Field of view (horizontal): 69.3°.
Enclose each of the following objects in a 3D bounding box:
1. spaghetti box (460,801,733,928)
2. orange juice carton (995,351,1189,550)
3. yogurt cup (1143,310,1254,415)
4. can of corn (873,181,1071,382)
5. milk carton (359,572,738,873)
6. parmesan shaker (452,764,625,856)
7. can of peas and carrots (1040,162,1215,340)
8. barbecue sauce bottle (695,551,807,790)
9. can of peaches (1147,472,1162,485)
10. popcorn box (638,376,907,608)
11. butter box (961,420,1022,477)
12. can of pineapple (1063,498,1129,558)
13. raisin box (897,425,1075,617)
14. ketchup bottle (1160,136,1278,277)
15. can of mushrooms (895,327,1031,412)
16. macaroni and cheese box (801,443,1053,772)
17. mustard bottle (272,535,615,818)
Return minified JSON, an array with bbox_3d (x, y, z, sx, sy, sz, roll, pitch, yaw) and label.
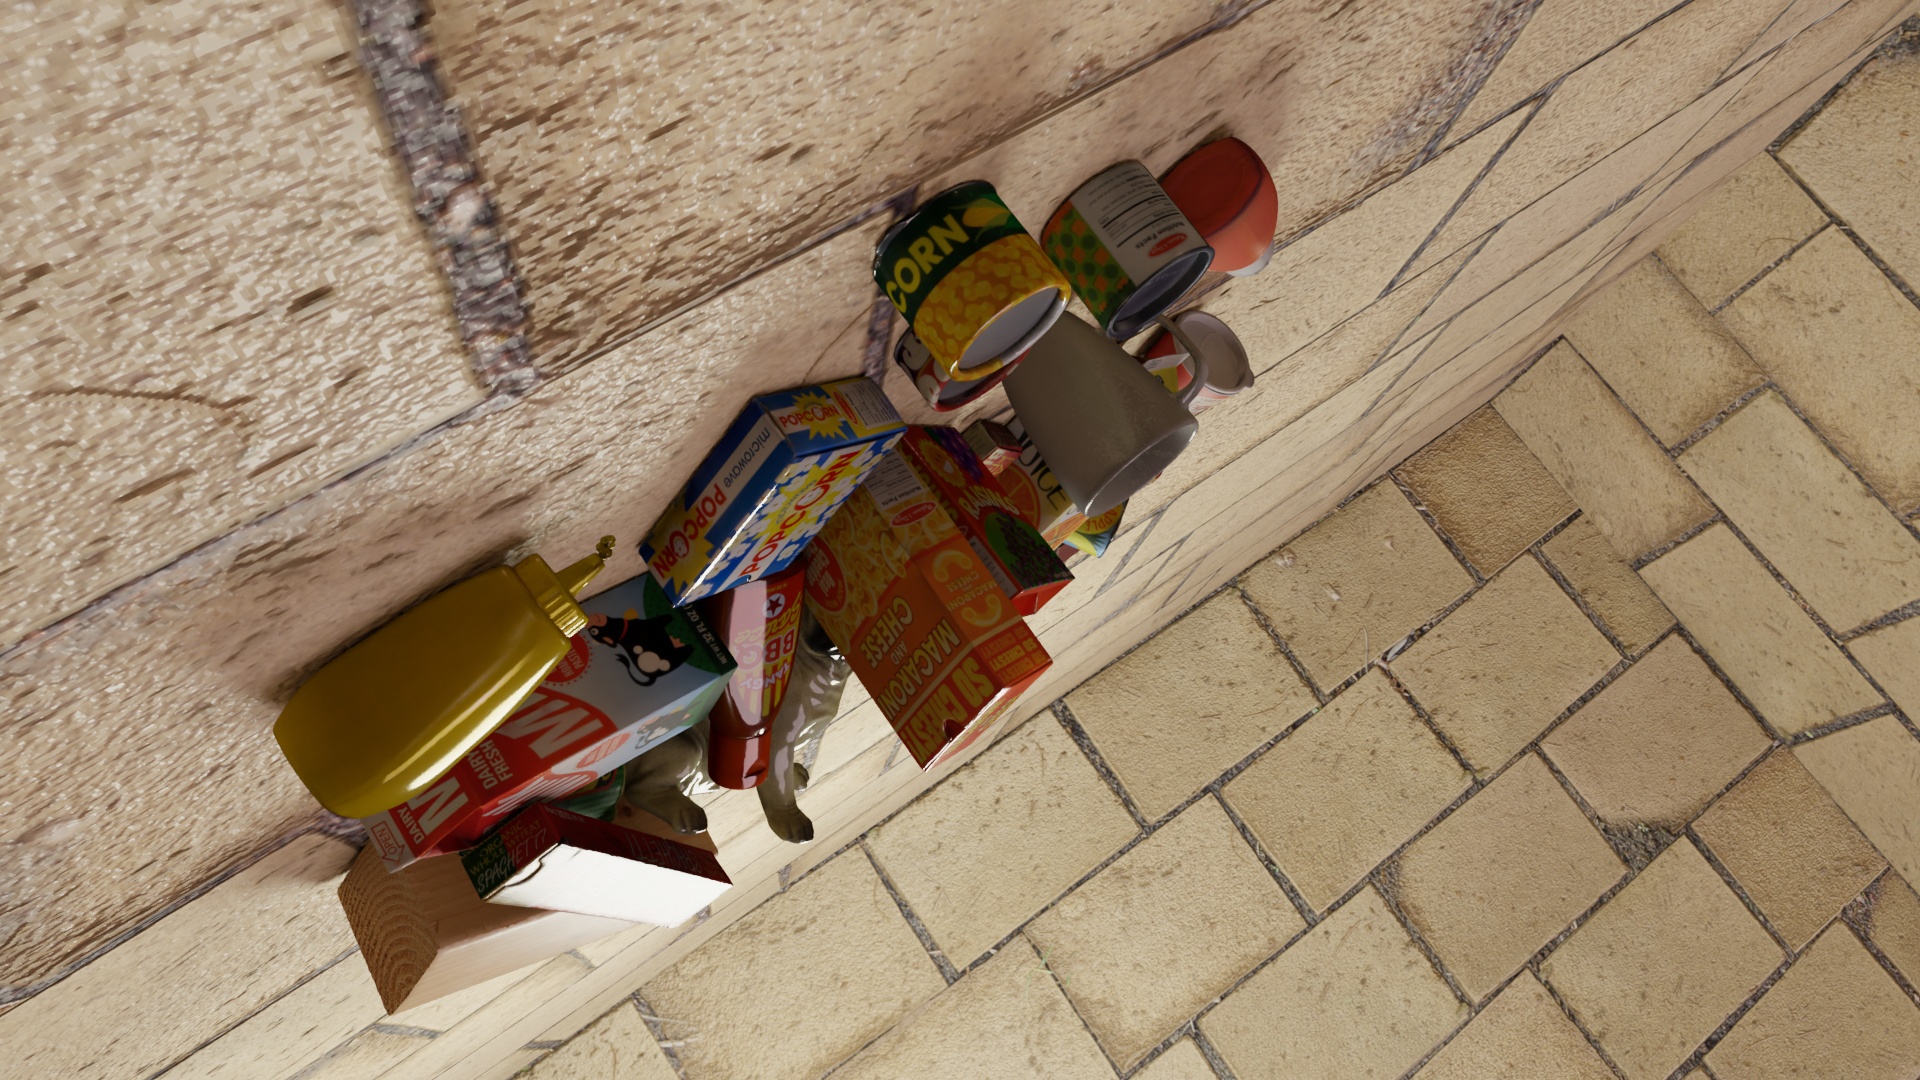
[{"bbox_3d":[-0.199,0.193,0.803,0.050,0.029,0.249,-36,158,-2],"label":"spaghetti box"},{"bbox_3d":[0.078,-0.063,0.944,0.192,0.073,0.072,-45,165,32],"label":"orange juice carton"},{"bbox_3d":[0.162,-0.121,0.983,0.073,0.072,0.053,-25,171,-42],"label":"yogurt cup"},{"bbox_3d":[0.004,-0.110,0.600,0.071,0.058,0.071,-35,167,-9],"label":"can of corn"},{"bbox_3d":[-0.218,0.093,0.715,0.191,0.072,0.073,-27,165,-35],"label":"milk carton"},{"bbox_3d":[-0.254,0.146,0.818,0.071,0.071,0.103,-40,167,17],"label":"parmesan shaker"},{"bbox_3d":[0.082,-0.143,0.690,0.071,0.059,0.070,-34,168,-8],"label":"can of peas and carrots"},{"bbox_3d":[-0.124,0.074,0.803,0.065,0.044,0.147,-18,125,-43],"label":"barbecue sauce bottle"},{"bbox_3d":[0.111,-0.063,1.048,0.058,0.071,0.071,-24,163,-43],"label":"can of peaches"},{"bbox_3d":[-0.095,-0.025,0.696,0.126,0.038,0.085,-45,166,35],"label":"popcorn box"},{"bbox_3d":[-0.010,-0.037,0.914,0.103,0.024,0.053,-40,167,15],"label":"butter box"},{"bbox_3d":[0.098,-0.027,1.104,0.071,0.058,0.071,-146,-101,-88],"label":"can of pineapple"},{"bbox_3d":[0.003,-0.010,0.815,0.040,0.123,0.086,-43,166,22],"label":"raisin box"},{"bbox_3d":[0.150,-0.178,0.780,0.064,0.043,0.149,-39,168,15],"label":"ketchup bottle"},{"bbox_3d":[0.002,-0.096,0.705,0.071,0.033,0.071,-35,168,-9],"label":"can of mushrooms"},{"bbox_3d":[-0.034,0.033,0.773,0.040,0.166,0.123,-27,164,-34],"label":"macaroni and cheese box"},{"bbox_3d":[-0.213,0.051,0.603,0.160,0.065,0.048,-38,164,-11],"label":"mustard bottle"}]
